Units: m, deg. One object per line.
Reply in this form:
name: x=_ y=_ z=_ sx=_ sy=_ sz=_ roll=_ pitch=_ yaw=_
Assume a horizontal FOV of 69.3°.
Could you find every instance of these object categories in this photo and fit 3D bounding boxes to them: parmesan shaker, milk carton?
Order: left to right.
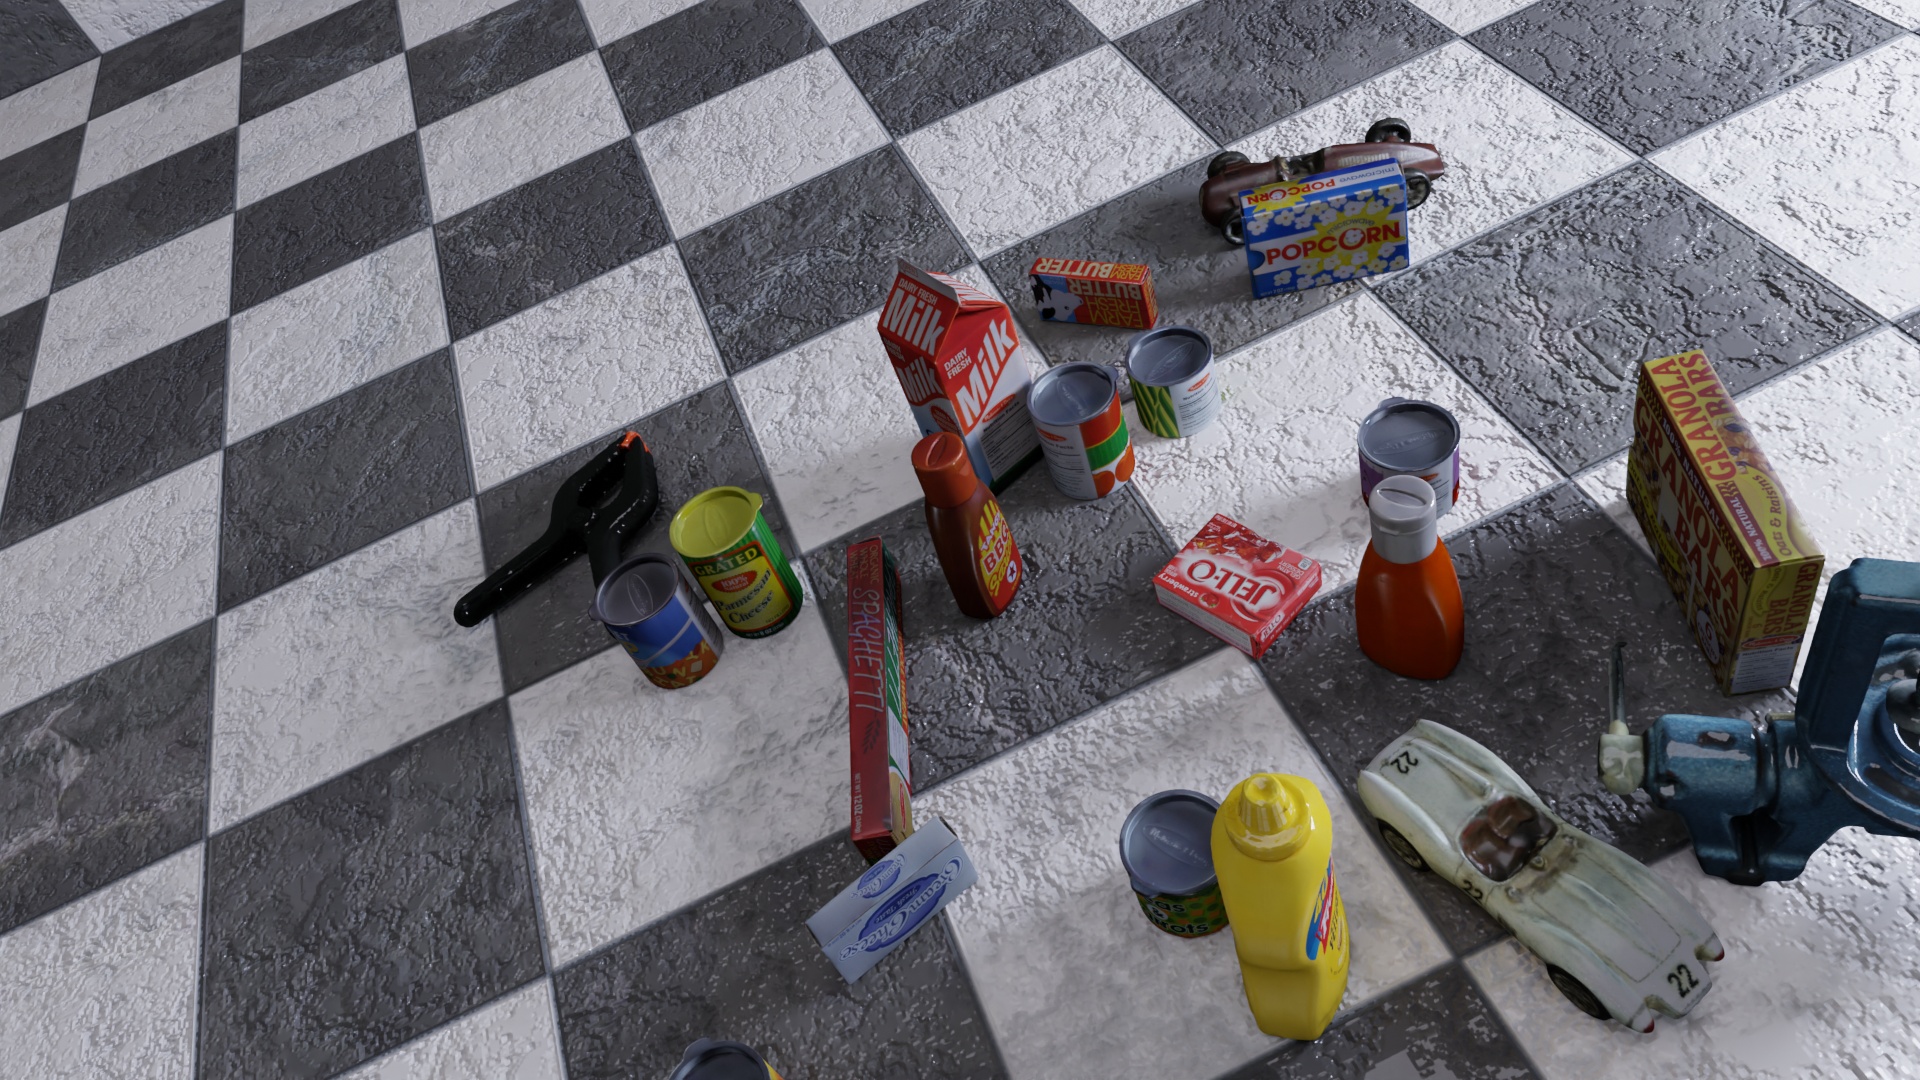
parmesan shaker: x=-0.161 y=0.017 z=1.026 sx=0.071 sy=0.102 sz=0.072 roll=-10 pitch=48 yaw=12
milk carton: x=0.001 y=-0.127 z=1.034 sx=0.073 sy=0.189 sz=0.072 roll=-41 pitch=49 yaw=-16

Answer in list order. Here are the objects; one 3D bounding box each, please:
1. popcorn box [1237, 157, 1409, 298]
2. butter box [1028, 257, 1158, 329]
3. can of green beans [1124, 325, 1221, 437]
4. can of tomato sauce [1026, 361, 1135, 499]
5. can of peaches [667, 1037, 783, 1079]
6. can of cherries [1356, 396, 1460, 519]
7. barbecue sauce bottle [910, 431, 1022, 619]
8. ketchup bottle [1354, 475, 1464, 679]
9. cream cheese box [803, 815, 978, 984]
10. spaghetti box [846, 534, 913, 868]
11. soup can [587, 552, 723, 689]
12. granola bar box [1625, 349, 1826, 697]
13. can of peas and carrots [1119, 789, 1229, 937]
popcorn box: x=0.290 y=-0.248 z=1.108 sx=0.126 sy=0.085 sz=0.038 roll=-10 pitch=48 yaw=12
butter box: x=0.112 y=-0.206 z=1.158 sx=0.103 sy=0.053 sz=0.024 roll=10 pitch=55 yaw=27
can of green beans: x=0.163 y=-0.121 z=1.061 sx=0.071 sy=0.057 sz=0.071 roll=-10 pitch=48 yaw=12
can of tomato sauce: x=0.093 y=-0.082 z=1.035 sx=0.071 sy=0.082 sz=0.071 roll=-10 pitch=48 yaw=12
can of peaches: x=-0.127 y=0.321 z=0.776 sx=0.071 sy=0.057 sz=0.071 roll=-10 pitch=48 yaw=12
can of cherries: x=0.307 y=-0.055 z=0.950 sx=0.071 sy=0.058 sz=0.072 roll=-10 pitch=48 yaw=12
barbecue sauce bottle: x=0.003 y=-0.012 z=0.960 sx=0.043 sy=0.148 sz=0.065 roll=6 pitch=53 yaw=25
ketchup bottle: x=0.267 y=0.023 z=0.833 sx=0.065 sy=0.148 sz=0.044 roll=20 pitch=59 yaw=33
cream cheese box: x=-0.040 y=0.217 z=0.839 sx=0.104 sy=0.053 sz=0.024 roll=-37 pitch=48 yaw=-14
spaghetti box: x=-0.056 y=0.105 z=0.947 sx=0.028 sy=0.050 sz=0.251 roll=-14 pitch=47 yaw=9
soup can: x=-0.223 y=0.061 z=1.023 sx=0.071 sy=0.083 sz=0.072 roll=-10 pitch=48 yaw=12
granola bar box: x=0.442 y=-0.011 z=0.816 sx=0.039 sy=0.123 sz=0.166 roll=-12 pitch=47 yaw=10
can of peas and carrots: x=0.128 y=0.188 z=0.800 sx=0.071 sy=0.058 sz=0.071 roll=-10 pitch=48 yaw=12
